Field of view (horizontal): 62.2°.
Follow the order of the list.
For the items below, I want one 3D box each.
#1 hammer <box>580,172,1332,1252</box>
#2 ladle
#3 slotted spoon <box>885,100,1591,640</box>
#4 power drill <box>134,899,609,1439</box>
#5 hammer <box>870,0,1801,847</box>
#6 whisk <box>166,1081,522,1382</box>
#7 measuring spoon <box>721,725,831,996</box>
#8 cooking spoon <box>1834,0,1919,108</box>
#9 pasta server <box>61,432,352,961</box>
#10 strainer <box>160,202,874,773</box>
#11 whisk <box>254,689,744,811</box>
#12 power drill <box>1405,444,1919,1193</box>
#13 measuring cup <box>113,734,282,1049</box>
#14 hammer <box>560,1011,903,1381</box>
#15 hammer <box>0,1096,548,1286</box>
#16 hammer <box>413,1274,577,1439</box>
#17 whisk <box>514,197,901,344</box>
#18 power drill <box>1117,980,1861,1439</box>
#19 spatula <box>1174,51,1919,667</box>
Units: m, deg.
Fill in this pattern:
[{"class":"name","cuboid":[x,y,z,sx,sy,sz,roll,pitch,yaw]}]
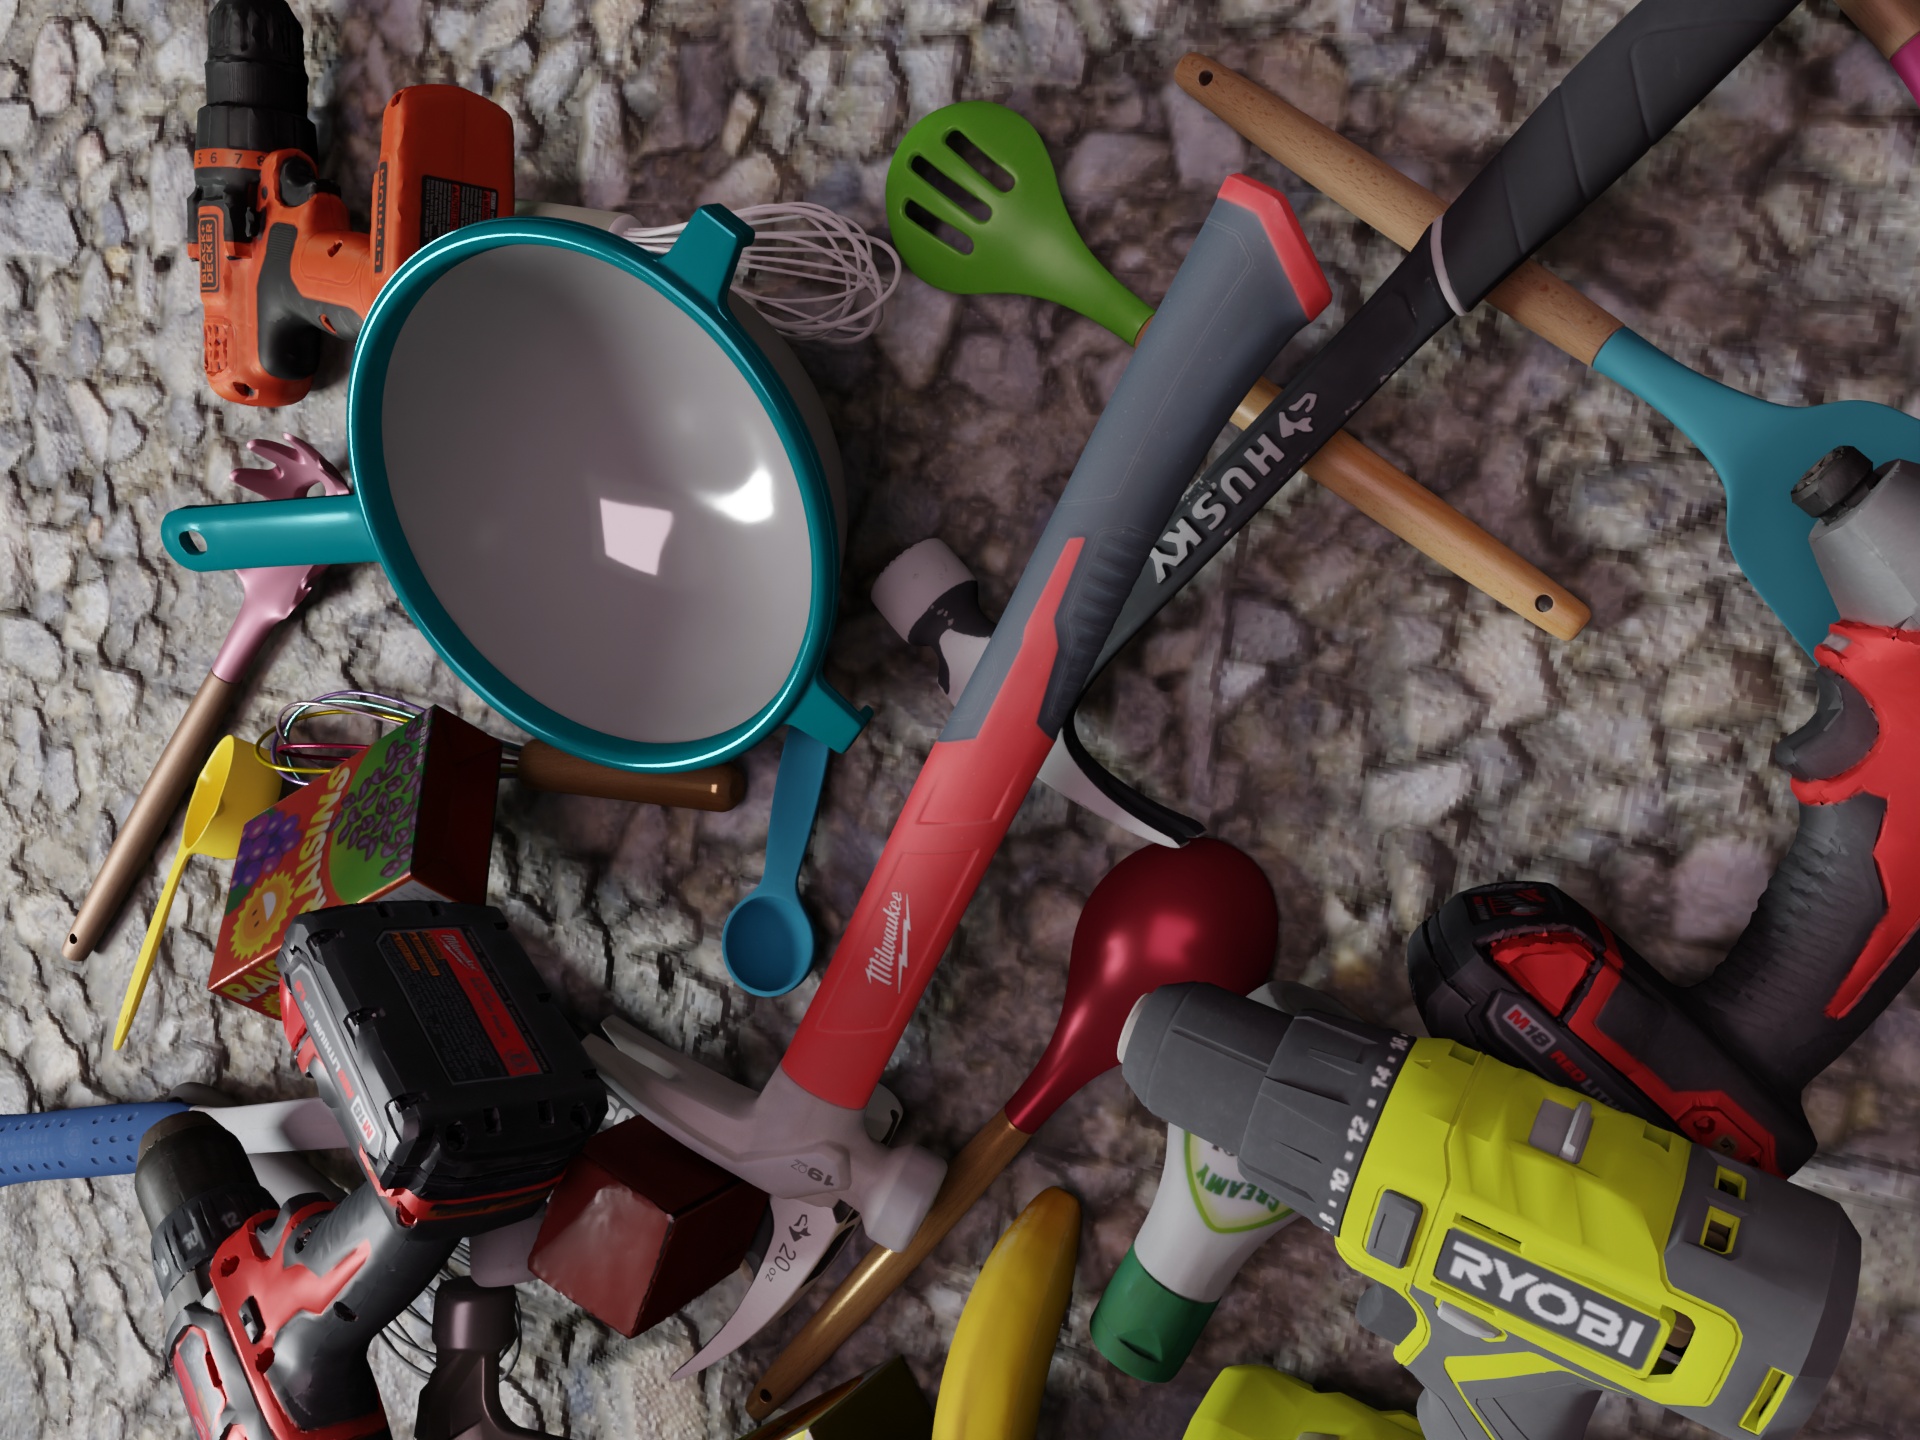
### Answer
[{"class":"hammer","cuboid":[-0.001,-0.002,0.538,0.143,0.038,0.386,28,108,5]},{"class":"ladle","cuboid":[0.007,0.168,0.609,0.069,0.031,0.315,43,109,15]},{"class":"slotted spoon","cuboid":[0.087,-0.126,0.564,0.314,0.031,0.070,39,110,17]},{"class":"power drill","cuboid":[-0.241,0.170,0.598,0.188,0.080,0.226,47,116,33]},{"class":"hammer","cuboid":[0.143,-0.124,0.501,0.409,0.036,0.149,-46,77,25]},{"class":"whisk","cuboid":[-0.291,0.231,0.736,0.239,0.055,0.055,25,102,26]},{"class":"measuring spoon","cuboid":[-0.065,0.048,0.646,0.042,0.021,0.128,10,87,23]},{"class":"cooking spoon","cuboid":[0.272,-0.224,0.481,0.068,0.017,0.319,-36,78,20]},{"class":"pasta server","cuboid":[-0.371,-0.001,0.767,0.060,0.040,0.316,40,108,13]},{"class":"strainer","cuboid":[-0.178,-0.093,0.640,0.340,0.095,0.210,1,117,29]},{"class":"whisk","cuboid":[-0.207,0.020,0.691,0.245,0.047,0.051,6,93,21]},{"class":"power drill","cuboid":[0.242,0.034,0.464,0.143,0.078,0.219,43,104,4]},{"class":"measuring cup","cuboid":[-0.359,0.084,0.749,0.062,0.029,0.156,22,91,56]},{"class":"hammer","cuboid":[-0.188,0.140,0.690,0.335,0.035,0.146,30,103,21]},{"class":"hammer","cuboid":[-0.339,0.181,0.723,0.405,0.035,0.144,-12,79,30]},{"class":"hammer","cuboid":[-0.053,0.292,0.547,0.359,0.036,0.149,-2,84,29]},{"class":"whisk","cuboid":[-0.131,-0.192,0.650,0.246,0.057,0.059,17,58,27]},{"class":"power drill","cuboid":[0.127,0.189,0.475,0.191,0.080,0.228,20,126,23]},{"class":"spatula","cuboid":[0.191,-0.133,0.520,0.318,0.044,0.082,44,109,22]}]
